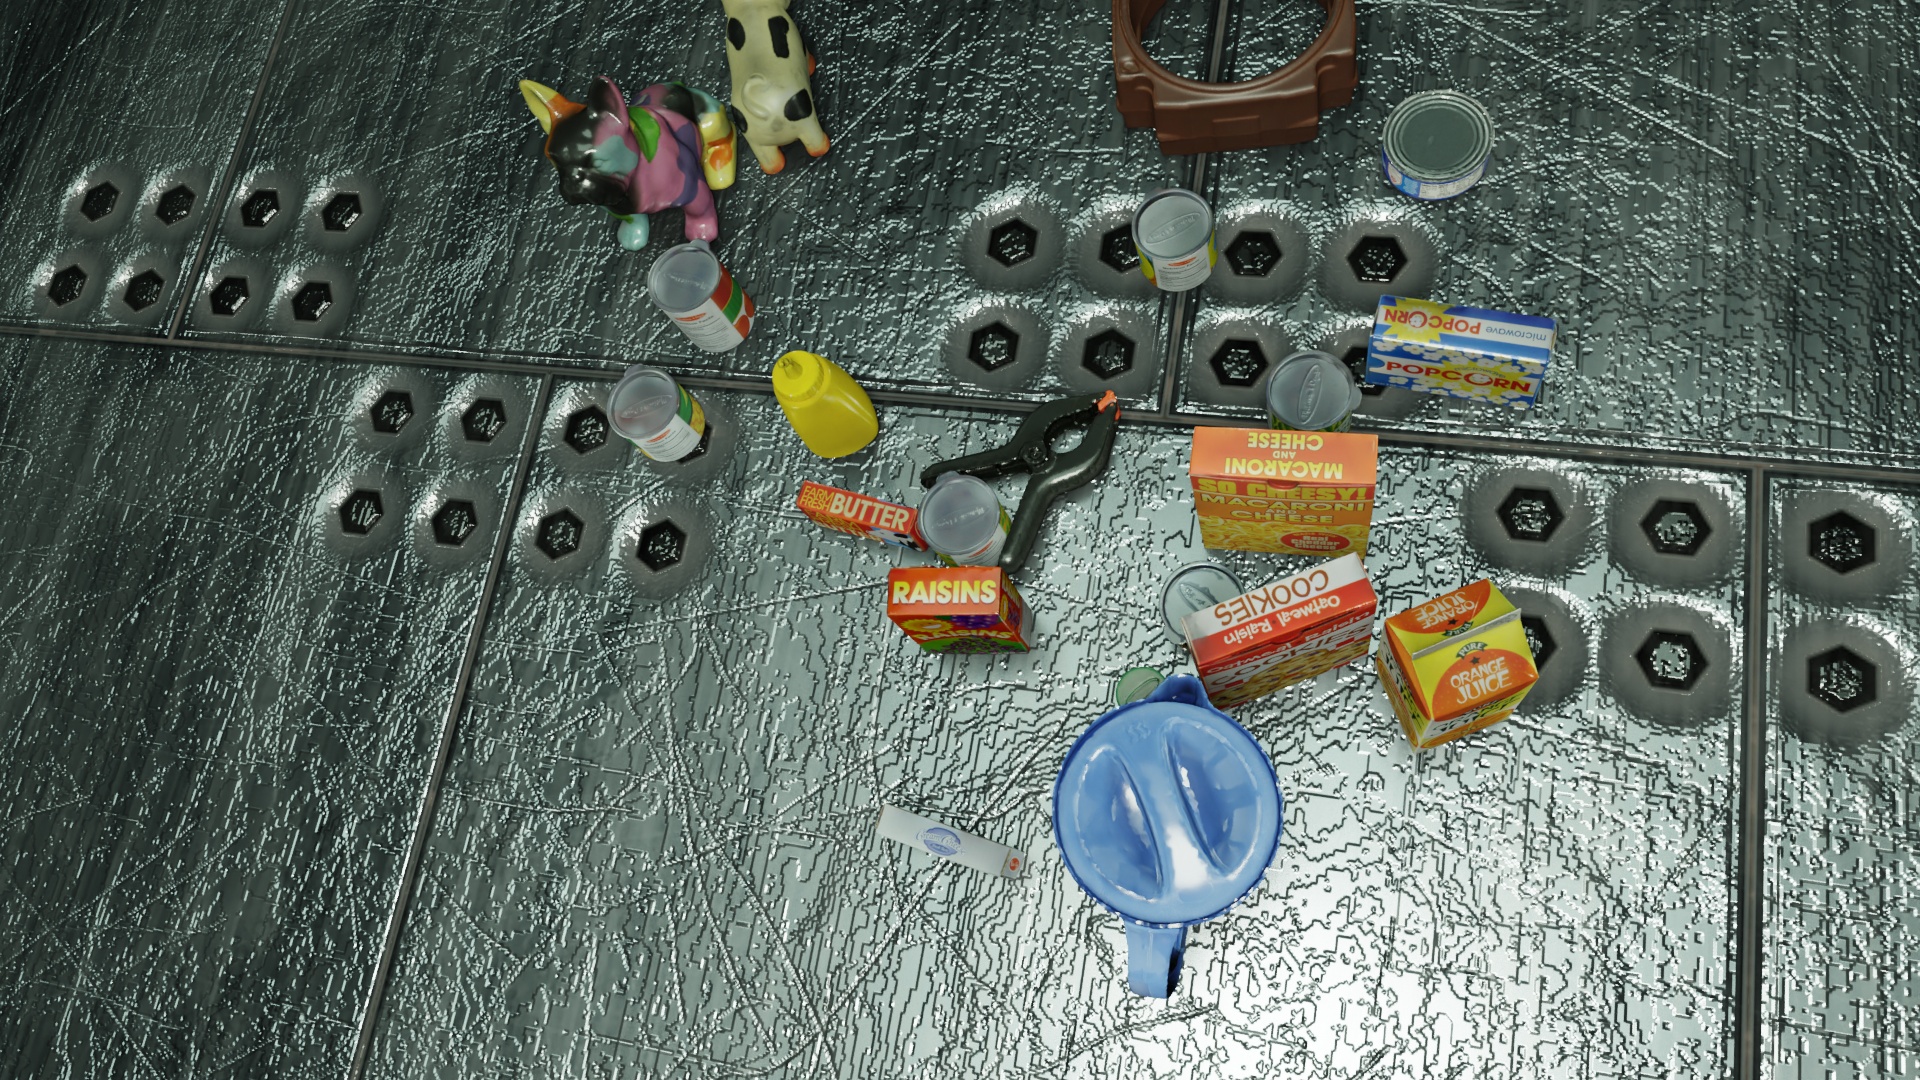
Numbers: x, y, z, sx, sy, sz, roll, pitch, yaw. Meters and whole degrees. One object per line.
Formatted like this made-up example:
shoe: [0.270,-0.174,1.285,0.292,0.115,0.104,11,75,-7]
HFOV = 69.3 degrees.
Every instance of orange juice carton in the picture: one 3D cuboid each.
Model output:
orange juice carton: [0.327,0.083,0.924,0.072,0.192,0.073,-23,69,6]

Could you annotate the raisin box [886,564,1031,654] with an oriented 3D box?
raisin box: [0.002,0.054,1.050,0.086,0.123,0.040,-1,73,14]

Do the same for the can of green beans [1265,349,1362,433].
can of green beans: [0.270,-0.105,1.073,0.071,0.057,0.071,-4,71,12]

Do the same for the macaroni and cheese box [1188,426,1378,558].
macaroni and cheese box: [0.233,-0.031,0.999,0.124,0.166,0.040,4,74,15]

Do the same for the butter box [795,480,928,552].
butter box: [-0.078,-0.019,1.131,0.103,0.053,0.024,15,77,18]

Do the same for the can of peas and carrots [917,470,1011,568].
can of peas and carrots: [0.004,-0.014,1.107,0.071,0.058,0.071,-4,72,12]

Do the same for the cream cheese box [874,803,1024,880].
cream cheese box: [-0.008,0.225,1.033,0.104,0.053,0.024,16,77,18]

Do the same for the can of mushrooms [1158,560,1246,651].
can of mushrooms: [0.183,0.053,1.055,0.071,0.033,0.071,-4,71,12]

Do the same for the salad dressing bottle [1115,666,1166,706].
salad dressing bottle: [0.137,0.122,0.982,0.064,0.147,0.044,-40,68,-1]

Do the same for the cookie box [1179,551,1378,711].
cookie box: [0.223,0.069,0.968,0.123,0.167,0.040,-22,69,6]

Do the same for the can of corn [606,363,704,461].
can of corn: [-0.263,-0.110,1.204,0.071,0.058,0.071,-4,72,12]

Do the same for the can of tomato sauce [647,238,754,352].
can of tomato sauce: [-0.225,-0.213,1.215,0.071,0.083,0.071,-4,72,12]

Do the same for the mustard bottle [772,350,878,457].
mustard bottle: [-0.115,-0.116,1.114,0.065,0.160,0.049,-26,68,5]

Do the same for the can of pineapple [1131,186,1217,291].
can of pineapple: [0.177,-0.248,1.143,0.071,0.057,0.071,-4,72,12]

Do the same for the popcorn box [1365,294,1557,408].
popcorn box: [0.374,-0.141,1.045,0.127,0.085,0.038,12,76,17]
